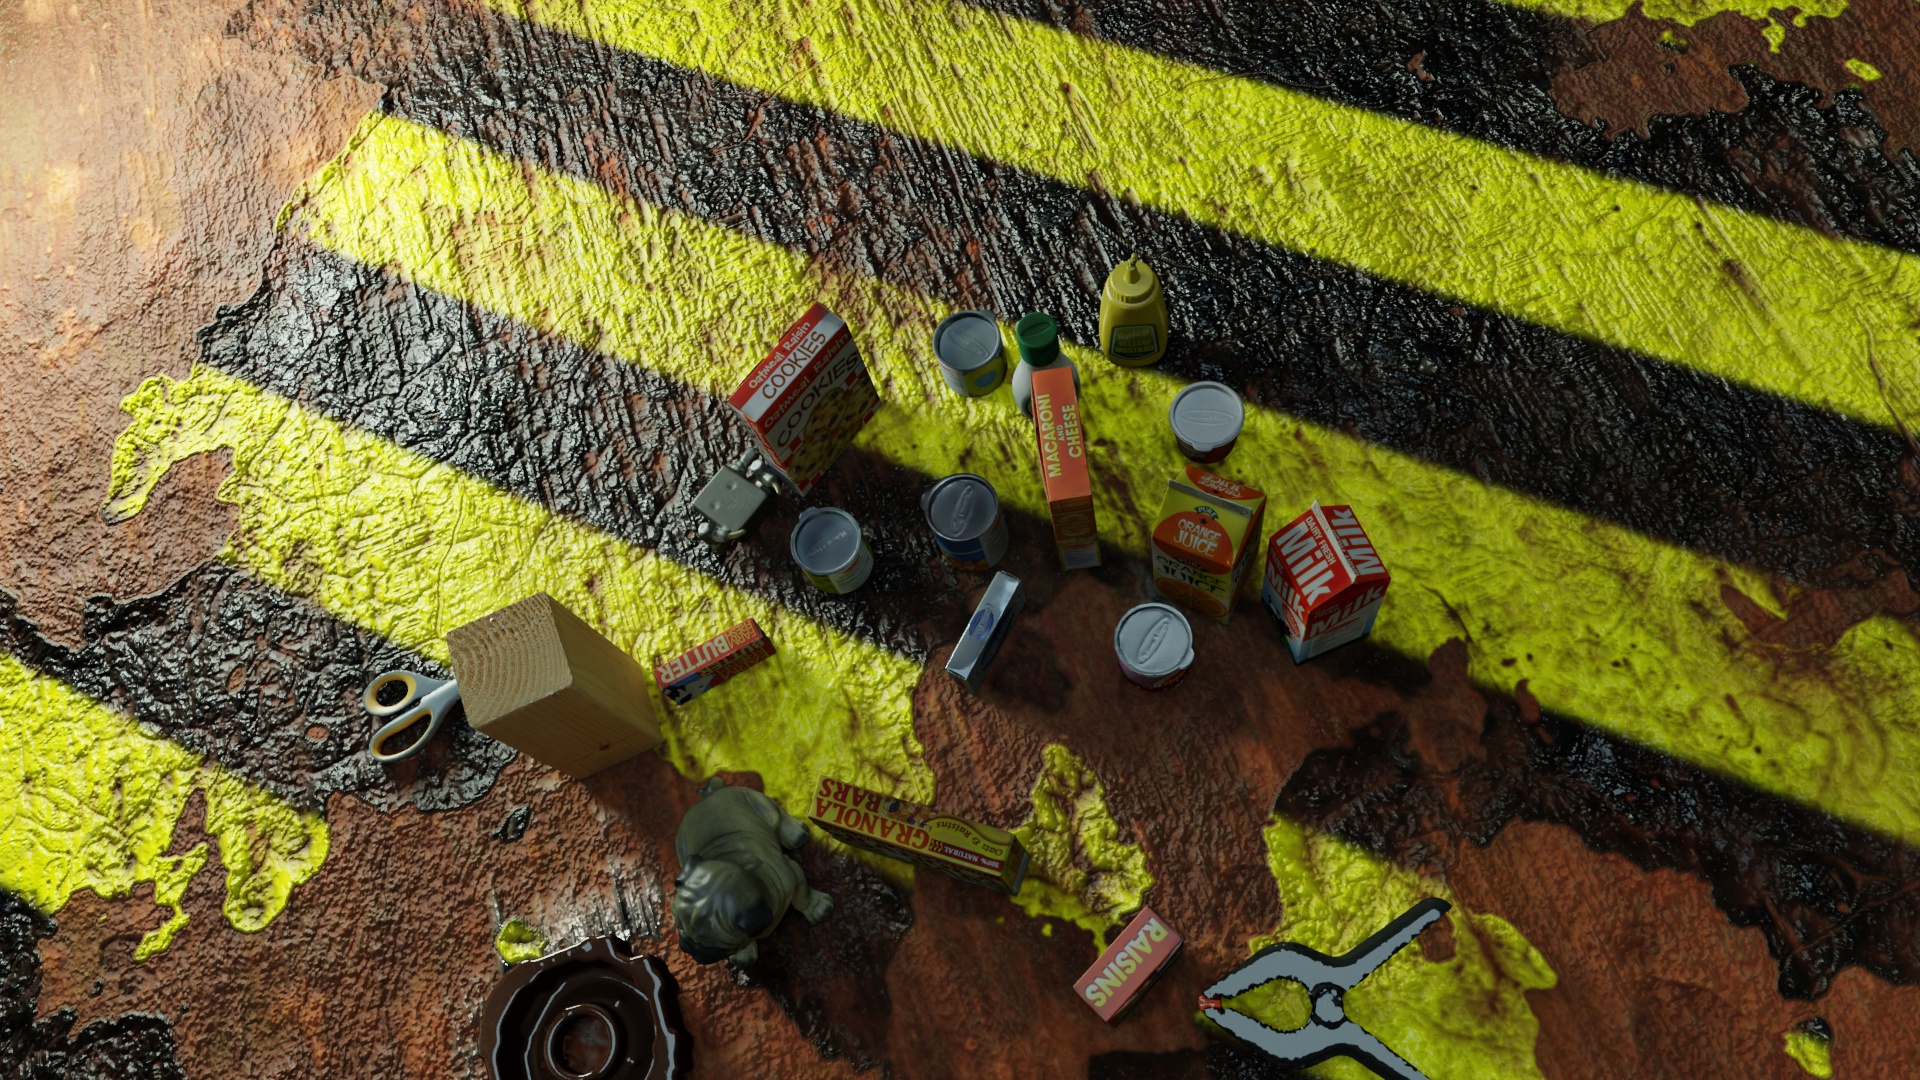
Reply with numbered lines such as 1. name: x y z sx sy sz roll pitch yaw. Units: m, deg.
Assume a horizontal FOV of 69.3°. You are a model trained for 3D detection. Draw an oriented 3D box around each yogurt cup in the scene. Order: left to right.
1. yogurt cup: 0.227 -0.106 1.282 0.072 0.053 0.072 -3 68 8

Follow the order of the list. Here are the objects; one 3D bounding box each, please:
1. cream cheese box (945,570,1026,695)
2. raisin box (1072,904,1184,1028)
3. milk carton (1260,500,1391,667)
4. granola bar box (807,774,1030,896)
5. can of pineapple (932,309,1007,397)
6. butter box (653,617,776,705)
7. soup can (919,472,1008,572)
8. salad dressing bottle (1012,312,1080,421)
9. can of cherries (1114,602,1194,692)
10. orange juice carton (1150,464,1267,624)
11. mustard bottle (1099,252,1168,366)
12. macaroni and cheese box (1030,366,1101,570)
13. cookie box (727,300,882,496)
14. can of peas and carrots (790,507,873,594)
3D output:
1. cream cheese box: 0.023 0.083 1.238 0.024 0.053 0.104 24 74 17
2. raisin box: 0.132 0.334 1.081 0.086 0.123 0.040 -44 69 -9
3. milk carton: 0.298 0.033 1.141 0.073 0.190 0.072 -23 67 0
4. granola bar box: -0.032 0.245 1.142 0.165 0.124 0.039 14 72 14
5. can of pineapple: 0.012 -0.181 1.344 0.071 0.057 0.071 -3 68 8
6. butter box: -0.223 0.110 1.265 0.103 0.053 0.024 -29 67 -3
7. soup can: 0.005 -0.016 1.264 0.071 0.083 0.071 -3 68 8
8. salad dressing bottle: 0.076 -0.158 1.276 0.064 0.147 0.044 -21 67 0
9. can of cherries: 0.170 0.096 1.207 0.071 0.058 0.072 -3 68 8
10. orange juice carton: 0.208 -0.001 1.167 0.072 0.192 0.073 23 74 17
11. mustard bottle: 0.158 -0.215 1.280 0.065 0.159 0.049 -3 68 8
12. macaroni and cheese box: 0.093 -0.059 1.223 0.040 0.166 0.124 -9 67 5
13. cookie box: -0.141 -0.128 1.287 0.040 0.167 0.123 35 77 20
14. can of peas and carrots: -0.119 0.009 1.287 0.071 0.058 0.071 -3 68 8
